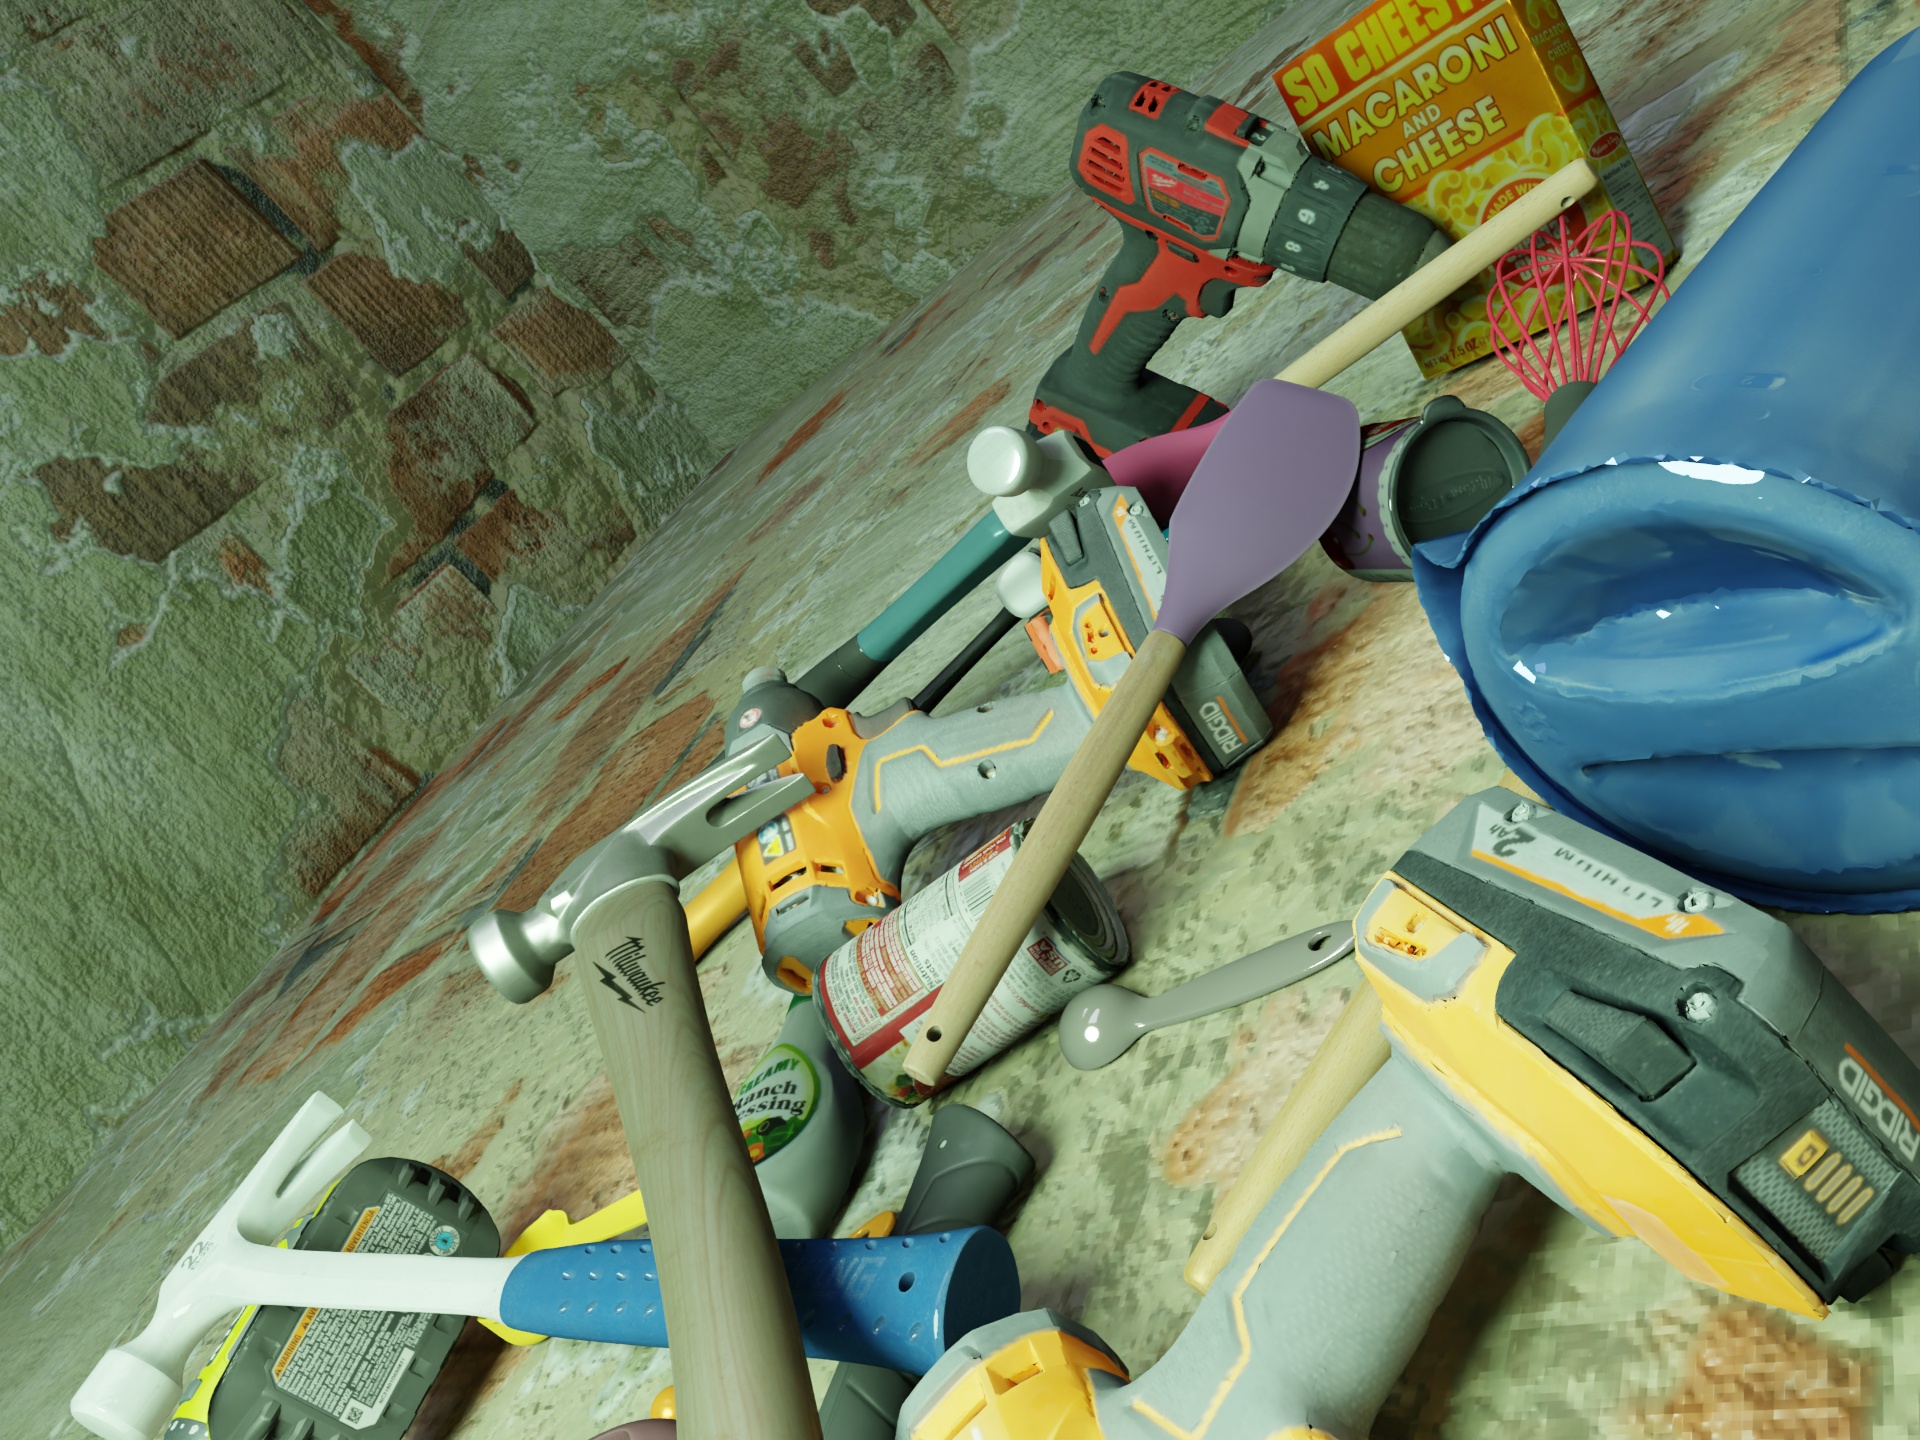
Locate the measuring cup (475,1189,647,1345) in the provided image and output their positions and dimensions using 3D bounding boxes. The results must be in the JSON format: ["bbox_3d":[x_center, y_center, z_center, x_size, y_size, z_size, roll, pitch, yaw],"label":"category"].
[{"bbox_3d":[-0.149,0.228,0.688,0.156,0.029,0.062,-31,21,26],"label":"measuring cup"}]

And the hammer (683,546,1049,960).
[{"bbox_3d":[-0.059,0.028,0.907,0.337,0.034,0.127,-44,-5,13],"label":"hammer"}]

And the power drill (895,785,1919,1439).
[{"bbox_3d":[0.085,0.134,0.310,0.226,0.084,0.185,-47,18,1],"label":"power drill"}]

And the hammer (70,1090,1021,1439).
[{"bbox_3d":[-0.153,0.187,0.540,0.405,0.035,0.144,-13,36,35],"label":"hammer"}]

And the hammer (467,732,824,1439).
[{"bbox_3d":[-0.071,0.127,0.468,0.146,0.038,0.411,-34,28,-2],"label":"hammer"}]

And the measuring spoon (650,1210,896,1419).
[{"bbox_3d":[-0.068,0.213,0.566,0.117,0.011,0.021,-42,17,3],"label":"measuring spoon"}]

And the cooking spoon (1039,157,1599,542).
[{"bbox_3d":[0.157,-0.159,0.755,0.319,0.068,0.017,-34,53,38],"label":"cooking spoon"}]

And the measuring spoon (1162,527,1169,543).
[{"bbox_3d":[0.146,-0.116,0.765,0.128,0.021,0.042,-25,28,-22],"label":"measuring spoon"}]

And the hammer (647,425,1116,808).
[{"bbox_3d":[-0.052,-0.029,0.794,0.331,0.033,0.128,-39,-19,30],"label":"hammer"}]

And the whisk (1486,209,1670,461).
[{"bbox_3d":[0.227,-0.121,0.585,0.073,0.073,0.296,-31,19,35],"label":"whisk"}]

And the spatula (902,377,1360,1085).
[{"bbox_3d":[0.066,-0.008,0.574,0.060,0.018,0.316,23,66,24],"label":"spatula"}]

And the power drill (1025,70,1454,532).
[{"bbox_3d":[0.131,-0.198,0.812,0.080,0.188,0.226,-53,-14,-36],"label":"power drill"}]

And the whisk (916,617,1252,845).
[{"bbox_3d":[0.017,0.014,0.776,0.284,0.070,0.070,-26,24,32],"label":"whisk"}]

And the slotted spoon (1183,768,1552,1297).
[{"bbox_3d":[0.157,0.034,0.467,0.314,0.031,0.070,-51,6,-17],"label":"slotted spoon"}]

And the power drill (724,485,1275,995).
[{"bbox_3d":[-0.001,-0.002,0.677,0.226,0.084,0.164,-30,49,10],"label":"power drill"}]

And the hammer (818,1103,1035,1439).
[{"bbox_3d":[-0.049,0.240,0.424,0.146,0.035,0.335,-28,23,38],"label":"hammer"}]

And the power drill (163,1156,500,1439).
[{"bbox_3d":[-0.312,0.308,0.739,0.228,0.080,0.191,-40,20,46],"label":"power drill"}]

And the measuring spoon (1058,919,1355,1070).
[{"bbox_3d":[0.078,0.086,0.530,0.124,0.018,0.034,-30,22,36],"label":"measuring spoon"}]

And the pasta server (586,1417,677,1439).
[{"bbox_3d":[-0.181,0.298,0.597,0.316,0.040,0.060,-32,20,43],"label":"pasta server"}]
